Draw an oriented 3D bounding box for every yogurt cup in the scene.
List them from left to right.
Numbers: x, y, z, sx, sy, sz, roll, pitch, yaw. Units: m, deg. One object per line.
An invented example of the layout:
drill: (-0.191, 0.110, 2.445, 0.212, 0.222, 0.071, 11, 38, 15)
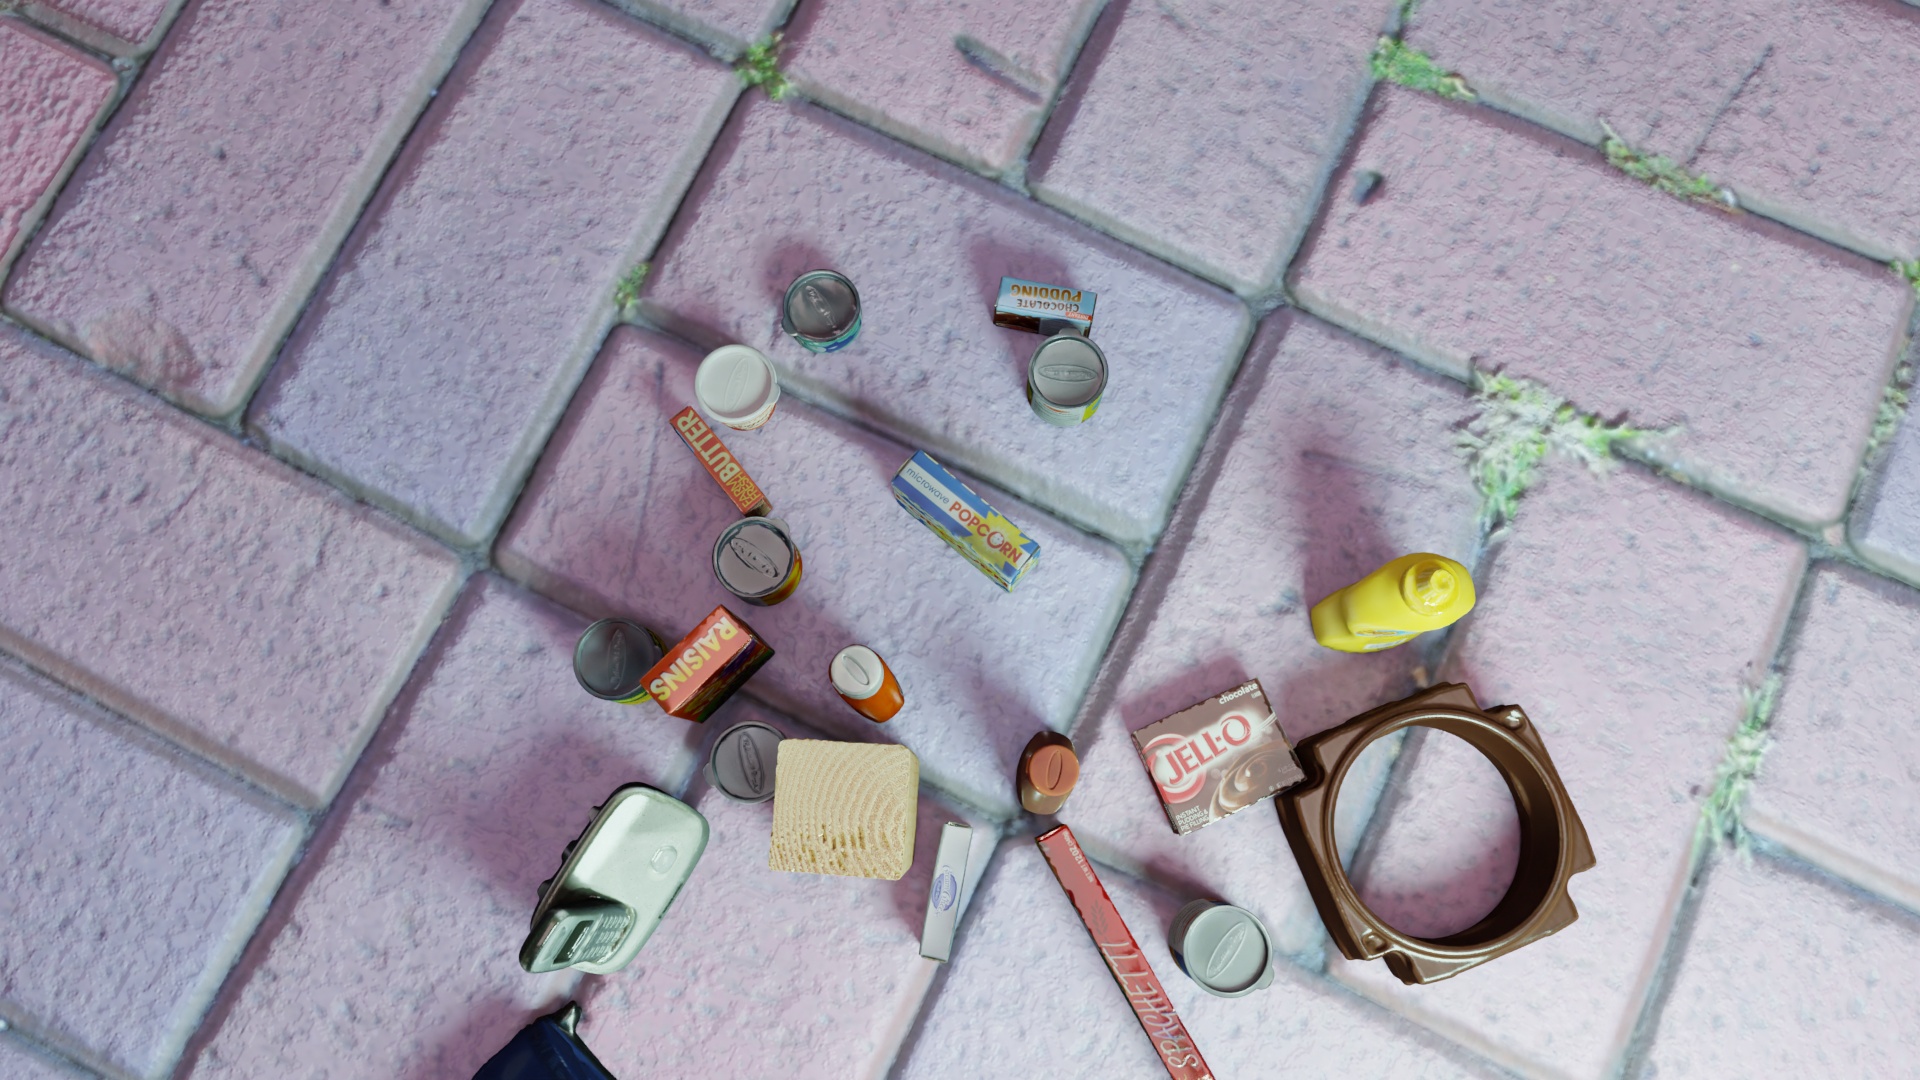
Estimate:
yogurt cup: (-0.185, -0.125, 1.164, 0.072, 0.054, 0.072, 0, 79, 0)

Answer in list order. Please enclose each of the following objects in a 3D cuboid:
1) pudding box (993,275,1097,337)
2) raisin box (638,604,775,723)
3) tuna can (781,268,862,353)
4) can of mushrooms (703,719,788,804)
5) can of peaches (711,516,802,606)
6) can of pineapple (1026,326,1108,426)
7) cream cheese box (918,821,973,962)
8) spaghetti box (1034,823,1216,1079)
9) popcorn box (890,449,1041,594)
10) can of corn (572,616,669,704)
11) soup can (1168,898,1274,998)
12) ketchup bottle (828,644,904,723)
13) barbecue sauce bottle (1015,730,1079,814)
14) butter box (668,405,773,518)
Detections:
pudding box: (0.071, -0.196, 1.178, 0.084, 0.049, 0.030, 10, 80, 2)
raisin box: (-0.195, 0.099, 1.084, 0.086, 0.123, 0.040, -43, 82, -7)
tuna can: (-0.119, -0.194, 1.188, 0.071, 0.032, 0.071, 0, 79, 0)
can of mushrooms: (-0.169, 0.179, 1.114, 0.071, 0.033, 0.071, 0, 79, 0)
can of peaches: (-0.163, 0.017, 1.133, 0.071, 0.058, 0.071, 0, 79, 0)
can of pineapple: (0.089, -0.135, 1.162, 0.071, 0.057, 0.071, 0, 79, 0)
cream cheese box: (-0.011, 0.272, 1.084, 0.024, 0.053, 0.104, 11, 79, 3)
spaghetti box: (0.132, 0.334, 1.073, 0.029, 0.050, 0.250, -30, 80, -5)
popcorn box: (0.004, -0.014, 1.125, 0.127, 0.085, 0.038, 39, 82, 7)
can of corn: (-0.269, 0.098, 1.118, 0.071, 0.058, 0.071, 0, 79, 0)
soup can: (0.199, 0.311, 1.060, 0.071, 0.083, 0.071, 0, 79, 0)
ketchup bottle: (-0.075, 0.107, 1.069, 0.043, 0.148, 0.065, -41, 82, -7)
barbecue sauce bottle: (0.066, 0.176, 1.054, 0.044, 0.148, 0.065, 12, 80, 3)
butter box: (-0.198, -0.062, 1.152, 0.024, 0.053, 0.103, -39, 81, -6)
